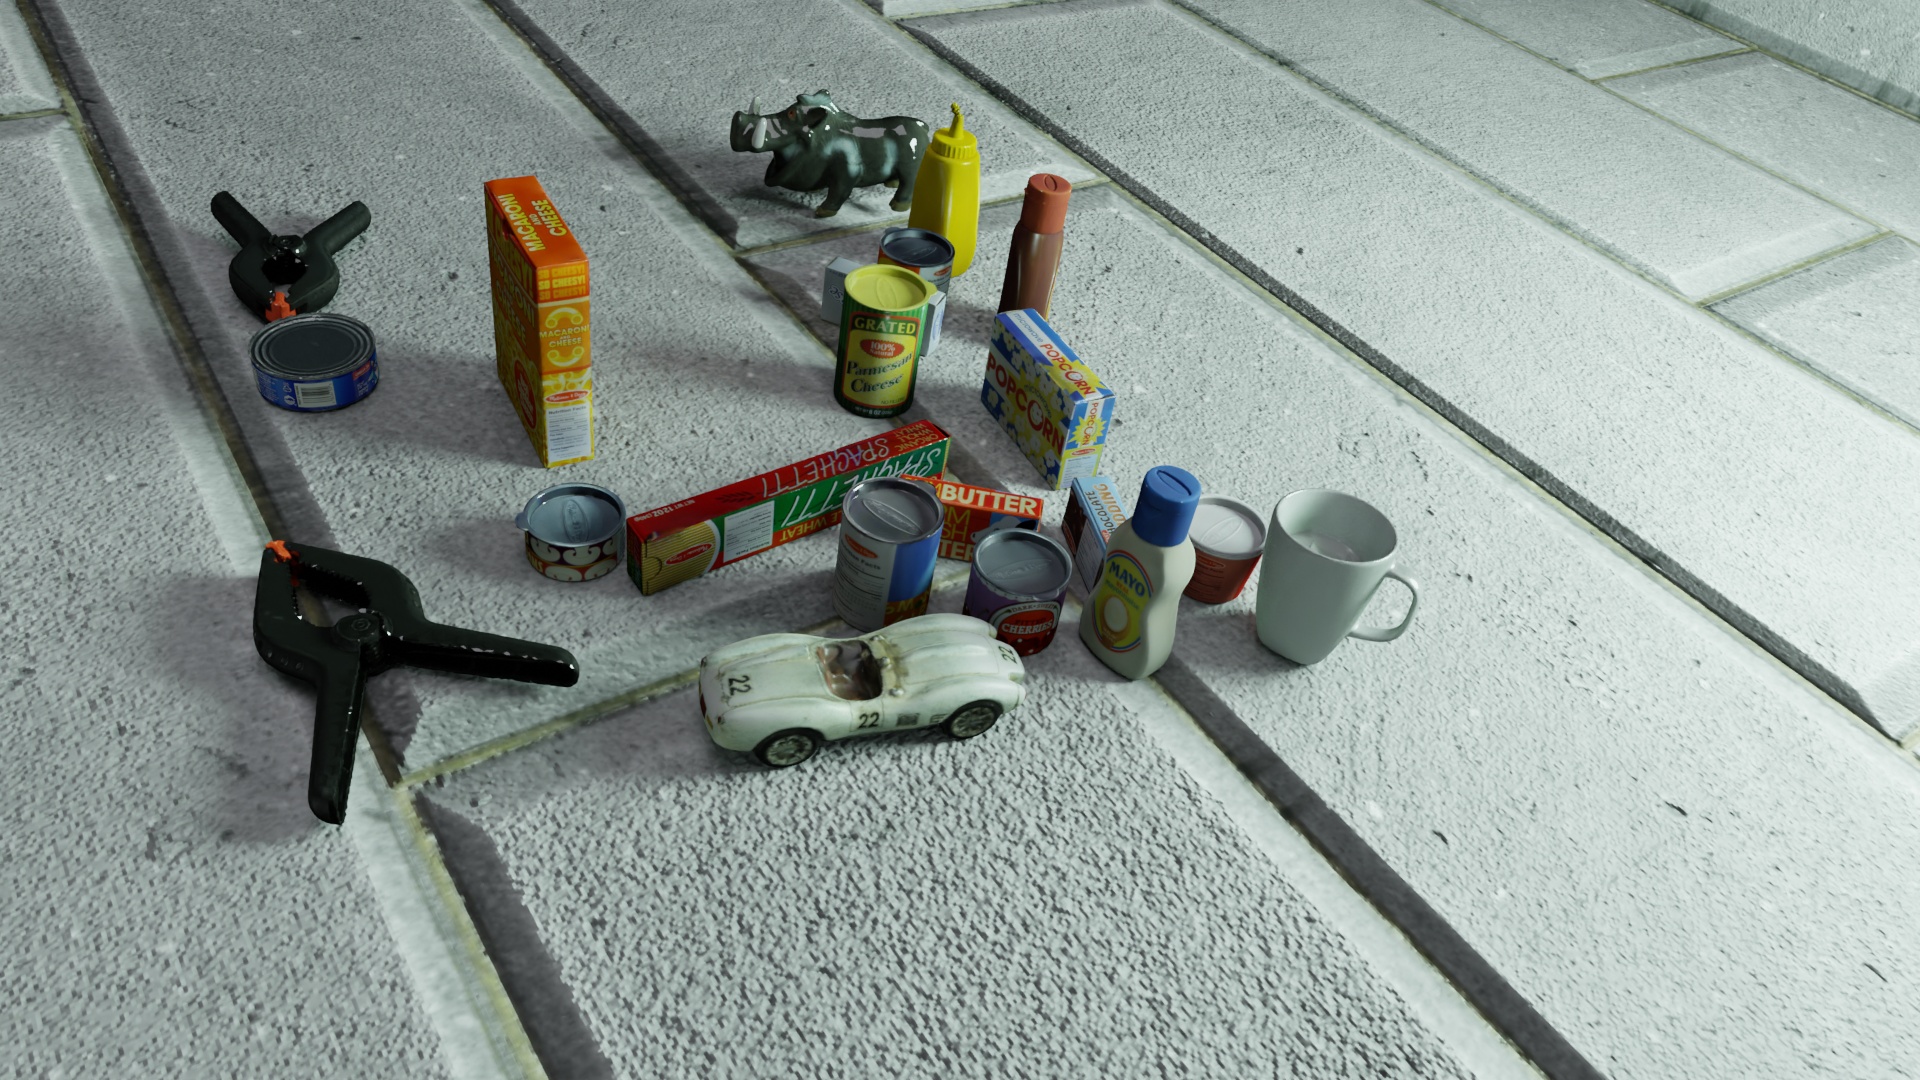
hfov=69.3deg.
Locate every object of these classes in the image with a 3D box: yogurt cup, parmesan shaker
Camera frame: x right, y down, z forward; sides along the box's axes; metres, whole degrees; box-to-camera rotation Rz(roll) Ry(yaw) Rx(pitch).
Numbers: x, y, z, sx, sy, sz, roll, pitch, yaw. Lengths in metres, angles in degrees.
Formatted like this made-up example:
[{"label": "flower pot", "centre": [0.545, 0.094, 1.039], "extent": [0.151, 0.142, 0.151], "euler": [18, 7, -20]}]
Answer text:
[{"label": "yogurt cup", "centre": [0.181, 0.008, 0.991], "extent": [0.072, 0.053, 0.073], "euler": [6, 40, -5]}, {"label": "parmesan shaker", "centre": [-0.060, -0.155, 1.088], "extent": [0.071, 0.102, 0.072], "euler": [6, 40, -5]}]

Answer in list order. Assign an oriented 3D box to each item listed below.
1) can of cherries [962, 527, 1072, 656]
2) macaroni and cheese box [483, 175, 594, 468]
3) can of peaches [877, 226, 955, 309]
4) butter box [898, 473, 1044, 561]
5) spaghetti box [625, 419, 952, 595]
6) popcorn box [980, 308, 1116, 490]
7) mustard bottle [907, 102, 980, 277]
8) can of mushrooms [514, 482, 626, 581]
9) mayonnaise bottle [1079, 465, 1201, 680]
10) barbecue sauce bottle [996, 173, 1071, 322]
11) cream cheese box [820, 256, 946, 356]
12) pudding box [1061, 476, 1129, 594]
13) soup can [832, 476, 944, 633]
[{"label": "can of cherries", "centre": [0.037, 0.036, 0.923], "extent": [0.071, 0.058, 0.072], "euler": [6, 40, -5]}, {"label": "macaroni and cheese box", "centre": [-0.299, -0.154, 0.986], "extent": [0.040, 0.165, 0.124], "euler": [-15, 46, -27]}, {"label": "can of peaches", "centre": [-0.043, -0.234, 1.219], "extent": [0.071, 0.057, 0.071], "euler": [6, 40, -5]}, {"label": "butter box", "centre": [0.003, -0.012, 0.976], "extent": [0.103, 0.052, 0.024], "euler": [11, 40, 0]}, {"label": "spaghetti box", "centre": [-0.114, -0.027, 0.969], "extent": [0.251, 0.049, 0.029], "euler": [-22, 50, -32]}, {"label": "popcorn box", "centre": [0.065, -0.111, 1.079], "extent": [0.038, 0.084, 0.127], "euler": [-13, 46, -26]}, {"label": "mustard bottle", "centre": [-0.010, -0.314, 1.241], "extent": [0.049, 0.159, 0.065], "euler": [-21, 49, -32]}, {"label": "can of mushrooms", "centre": [-0.259, -0.006, 0.925], "extent": [0.071, 0.033, 0.071], "euler": [6, 40, -5]}, {"label": "mayonnaise bottle", "centre": [0.118, 0.019, 0.891], "extent": [0.041, 0.147, 0.065], "euler": [-25, 52, -34]}, {"label": "barbecue sauce bottle", "centre": [0.062, -0.235, 1.174], "extent": [0.044, 0.147, 0.065], "euler": [3, 41, -9]}, {"label": "cream cheese box", "centre": [-0.066, -0.198, 1.175], "extent": [0.104, 0.053, 0.024], "euler": [21, 41, 11]}, {"label": "pudding box", "centre": [0.100, -0.002, 0.988], "extent": [0.030, 0.049, 0.084], "euler": [-3, 42, -16]}, {"label": "soup can", "centre": [-0.047, 0.009, 0.916], "extent": [0.071, 0.083, 0.072], "euler": [6, 40, -5]}]
